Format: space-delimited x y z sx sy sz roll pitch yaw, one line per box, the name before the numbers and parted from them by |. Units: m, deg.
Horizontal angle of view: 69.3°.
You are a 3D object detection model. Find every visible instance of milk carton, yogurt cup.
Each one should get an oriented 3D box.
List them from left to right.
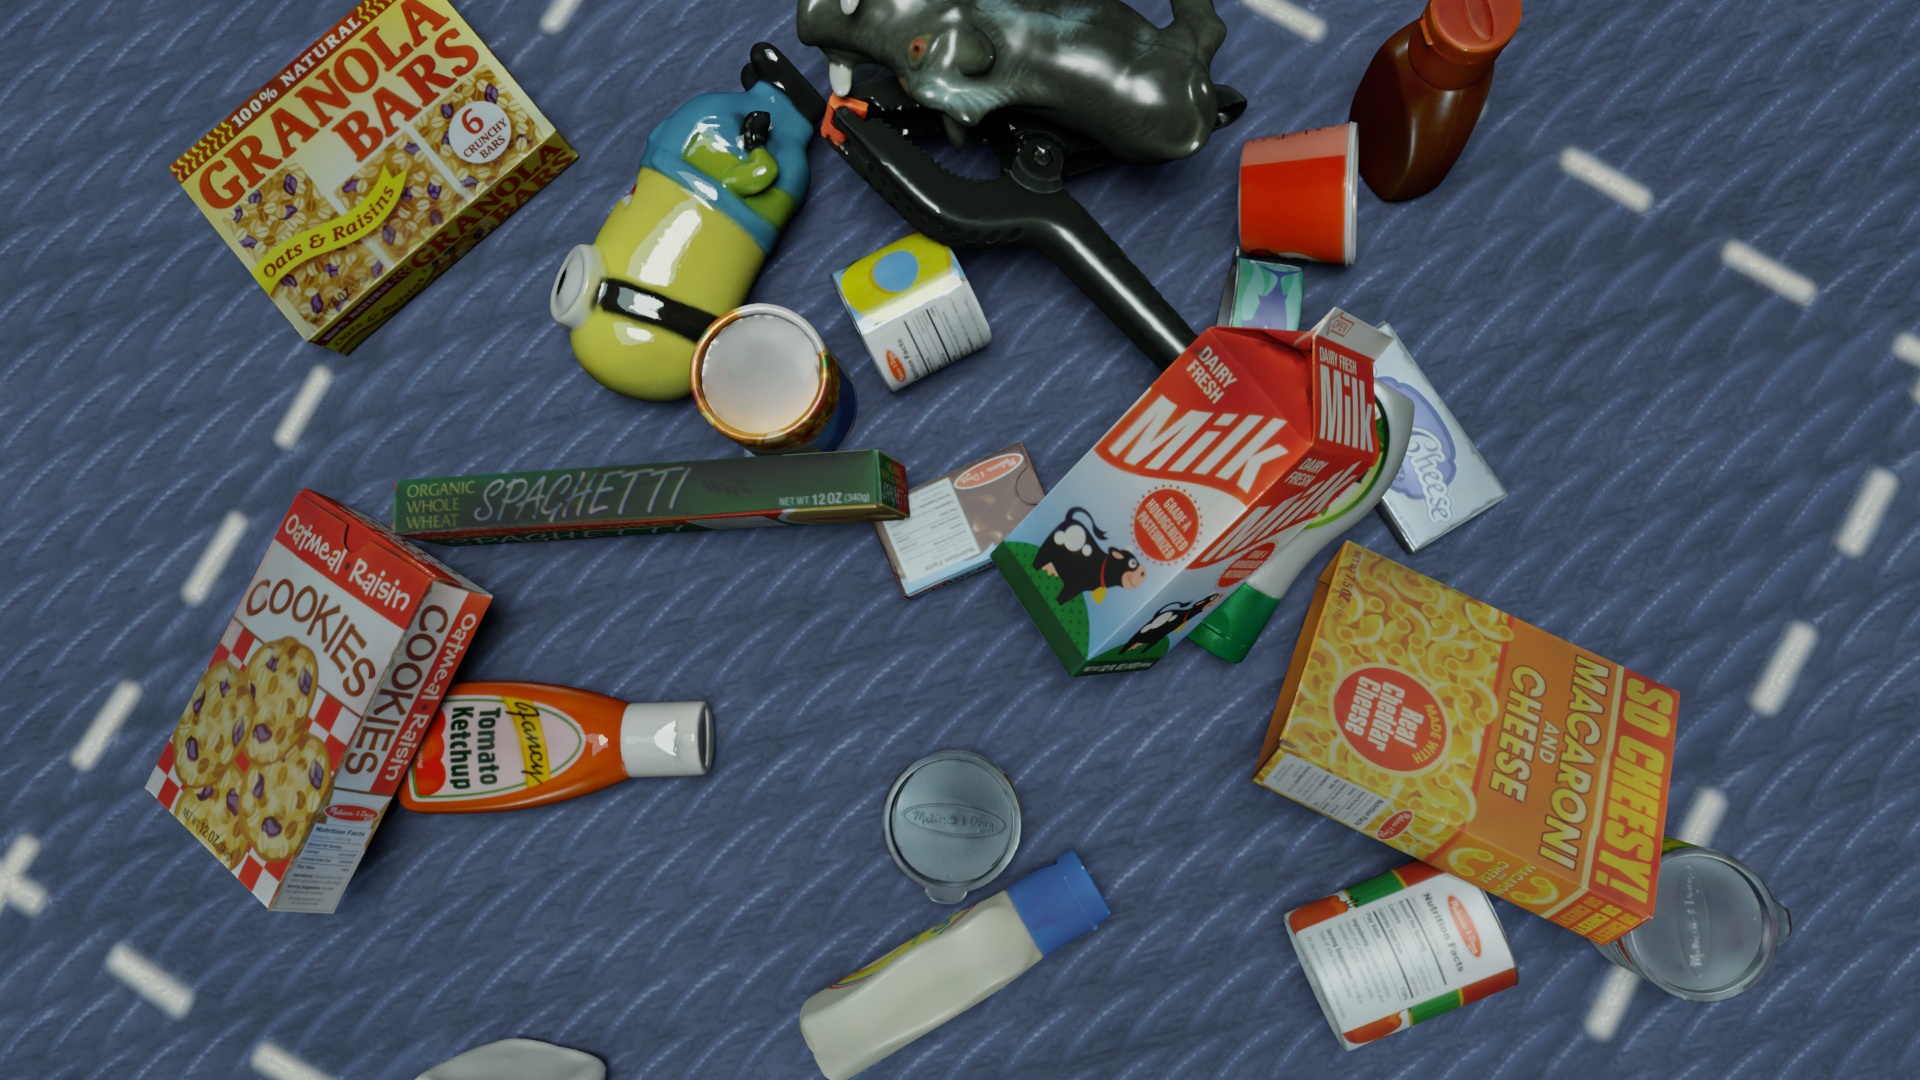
milk carton | 0.109 -0.027 0.613 0.190 0.072 0.073 -46 62 24
yogurt cup | 0.164 -0.166 0.672 0.054 0.072 0.072 2 85 17

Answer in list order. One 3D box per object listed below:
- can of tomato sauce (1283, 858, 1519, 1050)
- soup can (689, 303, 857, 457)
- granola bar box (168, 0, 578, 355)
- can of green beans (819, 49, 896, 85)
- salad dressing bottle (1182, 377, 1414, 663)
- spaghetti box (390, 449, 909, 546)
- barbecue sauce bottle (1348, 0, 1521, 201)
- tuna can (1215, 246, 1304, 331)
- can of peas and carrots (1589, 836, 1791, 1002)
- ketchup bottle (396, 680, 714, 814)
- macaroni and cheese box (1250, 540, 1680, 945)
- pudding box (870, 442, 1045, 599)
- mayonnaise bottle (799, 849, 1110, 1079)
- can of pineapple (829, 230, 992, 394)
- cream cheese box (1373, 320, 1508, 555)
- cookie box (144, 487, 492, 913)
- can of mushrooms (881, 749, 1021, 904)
can of tomato sauce | 0.200 0.187 0.635 0.083 0.071 0.071 -23 84 2
soup can | -0.090 -0.070 0.671 0.071 0.083 0.071 0 85 4
granola bar box | -0.303 -0.197 0.721 0.165 0.039 0.124 -40 84 0
can of green beans | -0.034 -0.245 0.697 0.071 0.058 0.071 0 85 4
salad dressing bottle | 0.155 -0.012 0.654 0.064 0.044 0.147 33 102 15
spaghetti box | -0.151 -0.019 0.671 0.250 0.050 0.029 -3 83 12
barbecue sauce bottle | 0.213 -0.207 0.630 0.044 0.148 0.065 -15 84 4
tuna can | 0.142 -0.104 0.666 0.033 0.071 0.071 10 86 4
can of peas and carrots | 0.325 0.168 0.630 0.071 0.058 0.071 0 85 3
ketchup bottle | -0.198 0.100 0.682 0.149 0.043 0.065 -3 82 3
macaroni and cheese box | 0.230 0.088 0.627 0.166 0.040 0.124 25 55 6
pudding box | 0.002 -0.009 0.685 0.084 0.030 0.050 -24 82 2
mayonnaise bottle | -0.002 0.197 0.651 0.148 0.064 0.041 -30 80 -3
can of pineapple | -0.024 -0.115 0.680 0.058 0.071 0.071 -27 83 1
cream cheese box | 0.212 -0.049 0.677 0.053 0.024 0.104 -33 83 0
cookie box | -0.311 0.073 0.670 0.123 0.040 0.167 24 87 33
can of mushrooms | -0.004 0.137 0.670 0.071 0.033 0.071 0 84 3
